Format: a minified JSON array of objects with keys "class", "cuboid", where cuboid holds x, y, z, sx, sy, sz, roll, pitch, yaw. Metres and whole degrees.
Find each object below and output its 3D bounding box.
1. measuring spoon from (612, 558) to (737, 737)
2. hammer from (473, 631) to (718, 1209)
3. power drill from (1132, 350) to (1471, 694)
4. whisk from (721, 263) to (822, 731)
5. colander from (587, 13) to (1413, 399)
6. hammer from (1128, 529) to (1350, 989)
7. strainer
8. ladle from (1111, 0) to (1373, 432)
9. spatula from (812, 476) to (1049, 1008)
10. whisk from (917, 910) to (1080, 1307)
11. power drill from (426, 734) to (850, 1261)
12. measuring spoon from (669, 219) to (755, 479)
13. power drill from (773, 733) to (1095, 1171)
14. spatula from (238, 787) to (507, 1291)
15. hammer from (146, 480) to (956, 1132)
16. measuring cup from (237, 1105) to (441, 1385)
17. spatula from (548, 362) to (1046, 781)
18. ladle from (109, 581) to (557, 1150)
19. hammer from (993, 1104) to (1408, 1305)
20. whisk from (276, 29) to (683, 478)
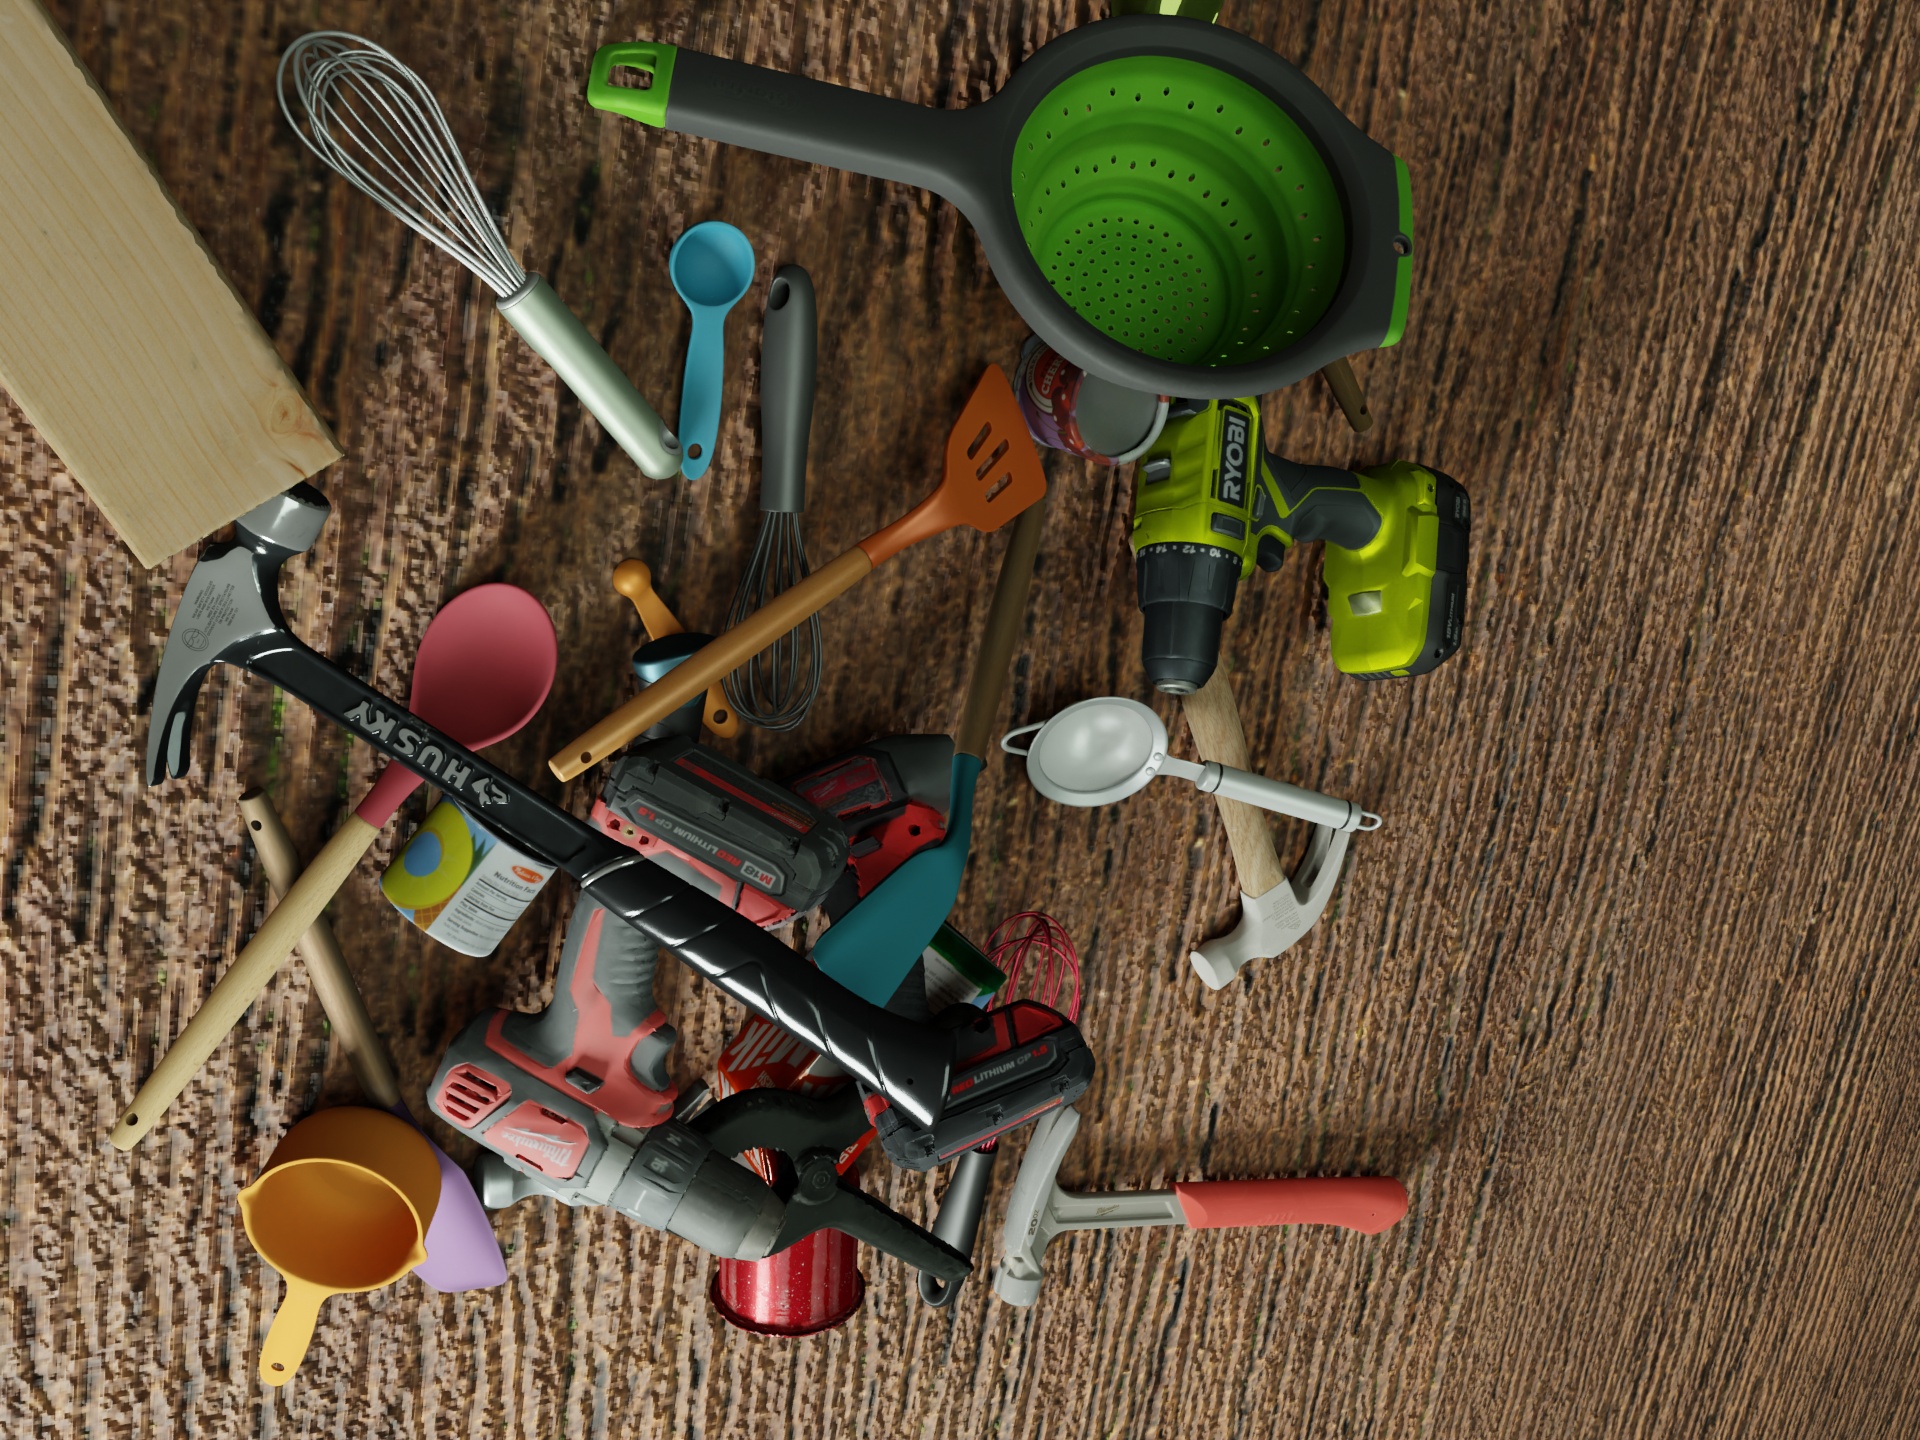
[{"class":"measuring spoon","cuboid":[-0.145,-0.034,0.828,0.021,0.011,0.116,-36,122,-13]},{"class":"hammer","cuboid":[-0.175,0.112,0.850,0.128,0.033,0.331,2,110,-31]},{"class":"power drill","cuboid":[0.194,-0.095,0.932,0.228,0.080,0.191,13,79,-34]},{"class":"whisk","cuboid":[-0.093,-0.110,0.812,0.055,0.055,0.239,-3,105,-29]},{"class":"colander","cuboid":[0.020,-0.250,0.780,0.397,0.094,0.205,9,74,-10]},{"class":"hammer","cuboid":[0.170,0.017,1.019,0.130,0.031,0.331,-31,121,-16]},{"class":"strainer","cuboid":[0.143,0.032,0.970,0.258,0.050,0.086,16,126,-14]},{"class":"ladle","cuboid":[0.172,-0.285,0.878,0.078,0.062,0.319,-46,123,-14]},{"class":"spatula","cuboid":[-0.001,-0.003,0.825,0.082,0.044,0.318,60,38,-51]},{"class":"whisk","cuboid":[0.018,0.252,1.009,0.073,0.073,0.295,3,112,-31]},{"class":"power drill","cuboid":[-0.135,0.142,0.777,0.188,0.080,0.226,29,100,2]},{"class":"measuring spoon","cuboid":[-0.129,-0.182,0.782,0.042,0.021,0.128,-5,120,-29]},{"class":"power drill","cuboid":[-0.019,0.112,0.843,0.143,0.220,0.078,-24,161,-8]},{"class":"spatula","cuboid":[-0.304,0.175,0.811,0.060,0.018,0.315,-9,115,6]},{"class":"hammer","cuboid":[-0.175,0.061,0.710,0.409,0.036,0.149,34,98,-1]},{"class":"measuring cup","cuboid":[-0.326,0.271,0.821,0.095,0.052,0.173,23,116,-11]},{"class":"spatula","cuboid":[-0.072,-0.069,0.796,0.322,0.041,0.081,-37,120,-22]},{"class":"ladle","cuboid":[-0.295,0.069,0.750,0.069,0.031,0.315,35,83,9]},{"class":"hammer","cuboid":[0.192,0.343,1.156,0.358,0.037,0.149,8,104,-32]},{"class":"whisk","cuboid":[-0.205,-0.199,0.714,0.059,0.058,0.246,-24,129,20]}]
